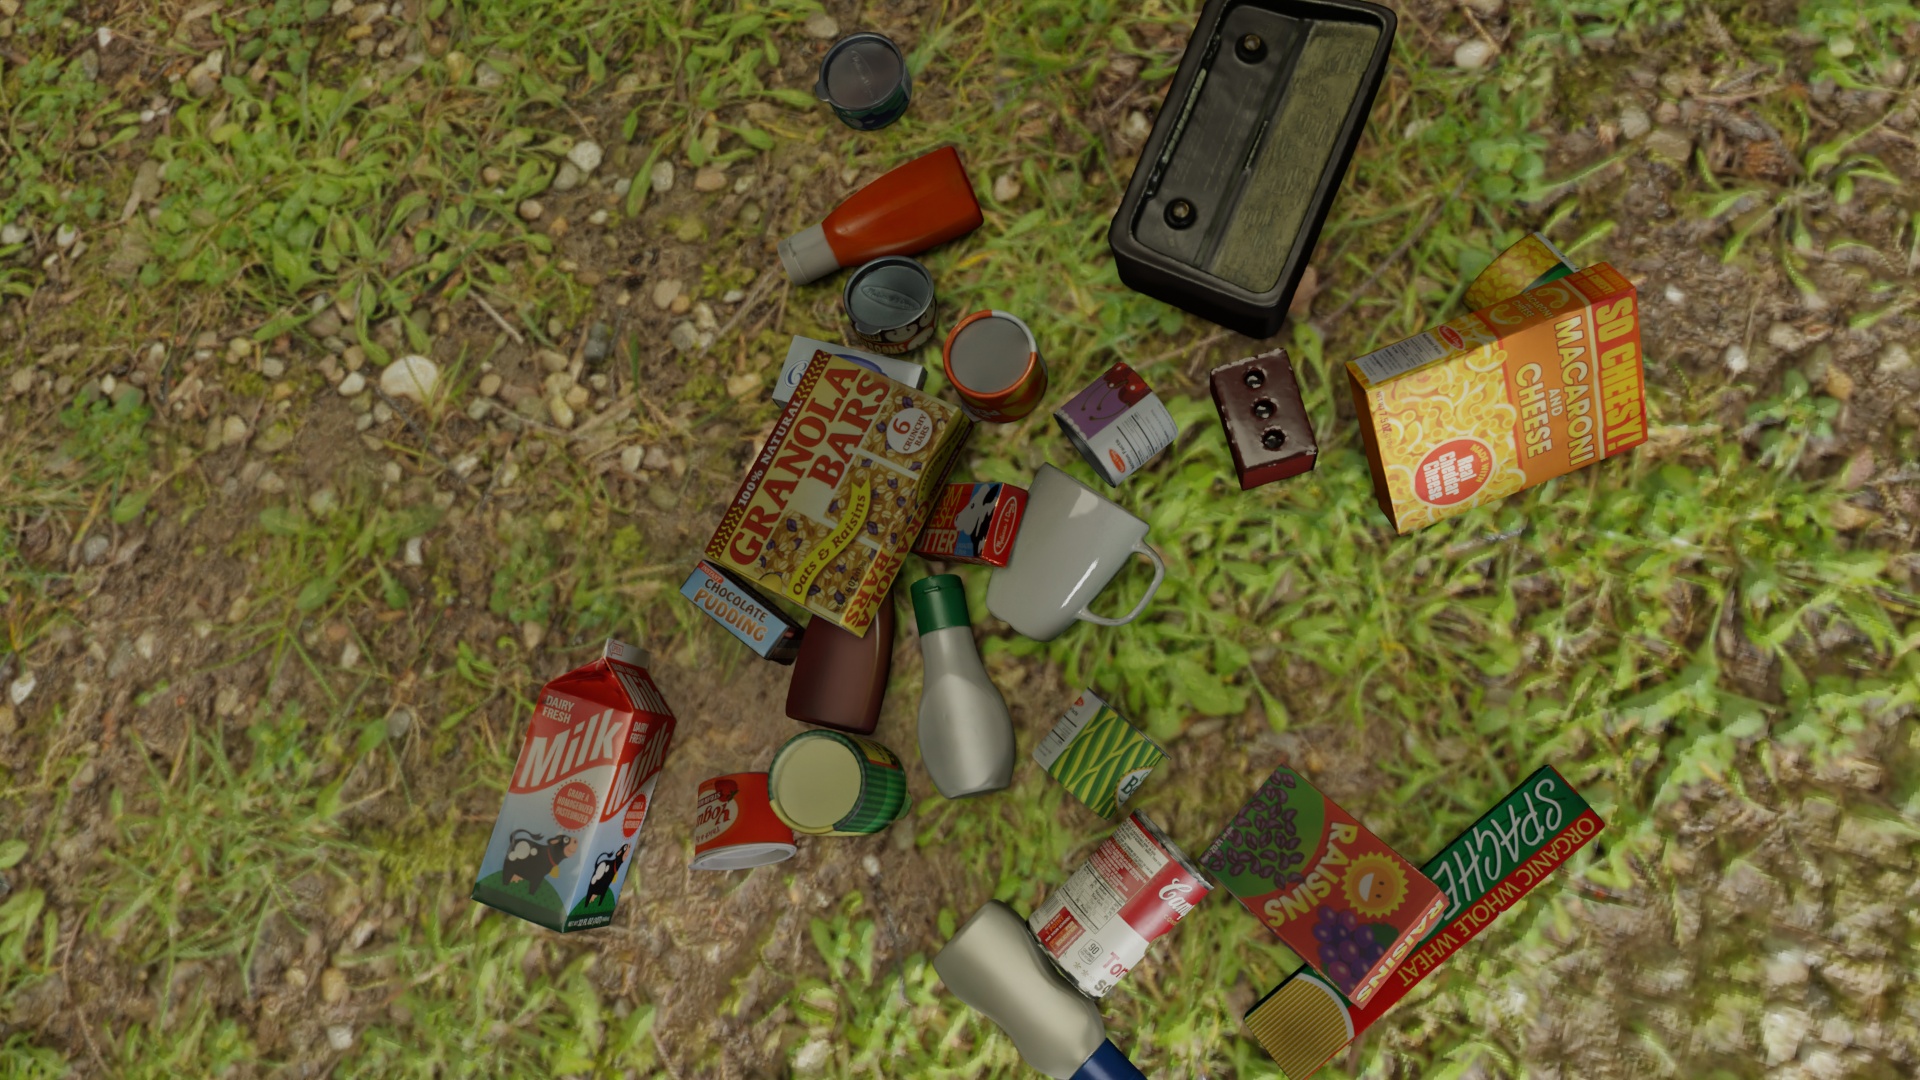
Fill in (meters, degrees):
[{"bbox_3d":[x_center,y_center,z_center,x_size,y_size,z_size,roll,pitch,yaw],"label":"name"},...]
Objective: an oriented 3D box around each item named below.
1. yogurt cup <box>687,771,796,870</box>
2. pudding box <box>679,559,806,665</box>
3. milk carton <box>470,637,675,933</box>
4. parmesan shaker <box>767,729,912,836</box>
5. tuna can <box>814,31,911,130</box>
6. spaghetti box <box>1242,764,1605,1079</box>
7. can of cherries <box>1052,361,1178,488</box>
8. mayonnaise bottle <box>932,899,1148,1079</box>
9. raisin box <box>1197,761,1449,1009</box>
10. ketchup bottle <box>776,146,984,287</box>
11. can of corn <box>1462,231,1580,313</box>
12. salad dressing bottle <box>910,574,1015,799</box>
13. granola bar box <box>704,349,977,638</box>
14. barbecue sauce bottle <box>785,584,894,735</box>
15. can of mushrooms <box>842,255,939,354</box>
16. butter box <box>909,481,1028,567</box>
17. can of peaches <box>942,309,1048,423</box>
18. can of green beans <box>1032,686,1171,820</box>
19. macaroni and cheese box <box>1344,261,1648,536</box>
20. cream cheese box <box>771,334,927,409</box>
[{"bbox_3d":[-0.146,0.188,0.932,0.072,0.072,0.054,-12,68,8],"label":"yogurt cup"},{"bbox_3d":[-0.150,0.051,0.970,0.084,0.049,0.030,36,88,17],"label":"pudding box"},{"bbox_3d":[-0.257,0.163,0.954,0.073,0.072,0.191,15,80,14],"label":"milk carton"},{"bbox_3d":[-0.076,0.159,0.903,0.071,0.103,0.071,-2,77,11],"label":"parmesan shaker"},{"bbox_3d":[-0.074,-0.347,1.055,0.071,0.033,0.071,-2,77,11],"label":"tuna can"},{"bbox_3d":[0.284,0.234,0.853,0.250,0.028,0.050,-40,72,0],"label":"spaghetti box"},{"bbox_3d":[0.104,-0.080,0.942,0.058,0.071,0.071,-39,73,1],"label":"can of cherries"},{"bbox_3d":[0.053,0.300,0.878,0.148,0.041,0.065,43,90,16],"label":"mayonnaise bottle"},{"bbox_3d":[0.220,0.208,0.847,0.086,0.040,0.124,-48,52,-3],"label":"raisin box"},{"bbox_3d":[-0.061,-0.232,1.021,0.149,0.043,0.065,-23,73,6],"label":"ketchup bottle"},{"bbox_3d":[0.370,-0.156,0.906,0.071,0.071,0.058,-38,73,1],"label":"can of corn"},{"bbox_3d":[-0.003,0.097,0.934,0.064,0.044,0.148,-14,74,10],"label":"salad dressing bottle"},{"bbox_3d":[-0.083,-0.035,0.943,0.124,0.039,0.165,25,82,27],"label":"granola bar box"},{"bbox_3d":[-0.074,0.056,0.957,0.065,0.043,0.149,9,78,20],"label":"barbecue sauce bottle"},{"bbox_3d":[-0.051,-0.168,1.001,0.071,0.033,0.071,-3,62,6],"label":"can of mushrooms"},{"bbox_3d":[0.003,-0.012,0.935,0.024,0.103,0.053,22,80,-29],"label":"butter box"},{"bbox_3d":[0.023,-0.120,0.970,0.071,0.058,0.071,-2,77,10],"label":"can of peaches"},{"bbox_3d":[0.089,0.137,0.894,0.071,0.071,0.058,40,88,17],"label":"can of green beans"},{"bbox_3d":[0.336,-0.087,0.870,0.166,0.123,0.040,-22,37,5],"label":"macaroni and cheese box"},{"bbox_3d":[-0.080,-0.111,1.007,0.104,0.024,0.053,15,79,14],"label":"cream cheese box"}]
